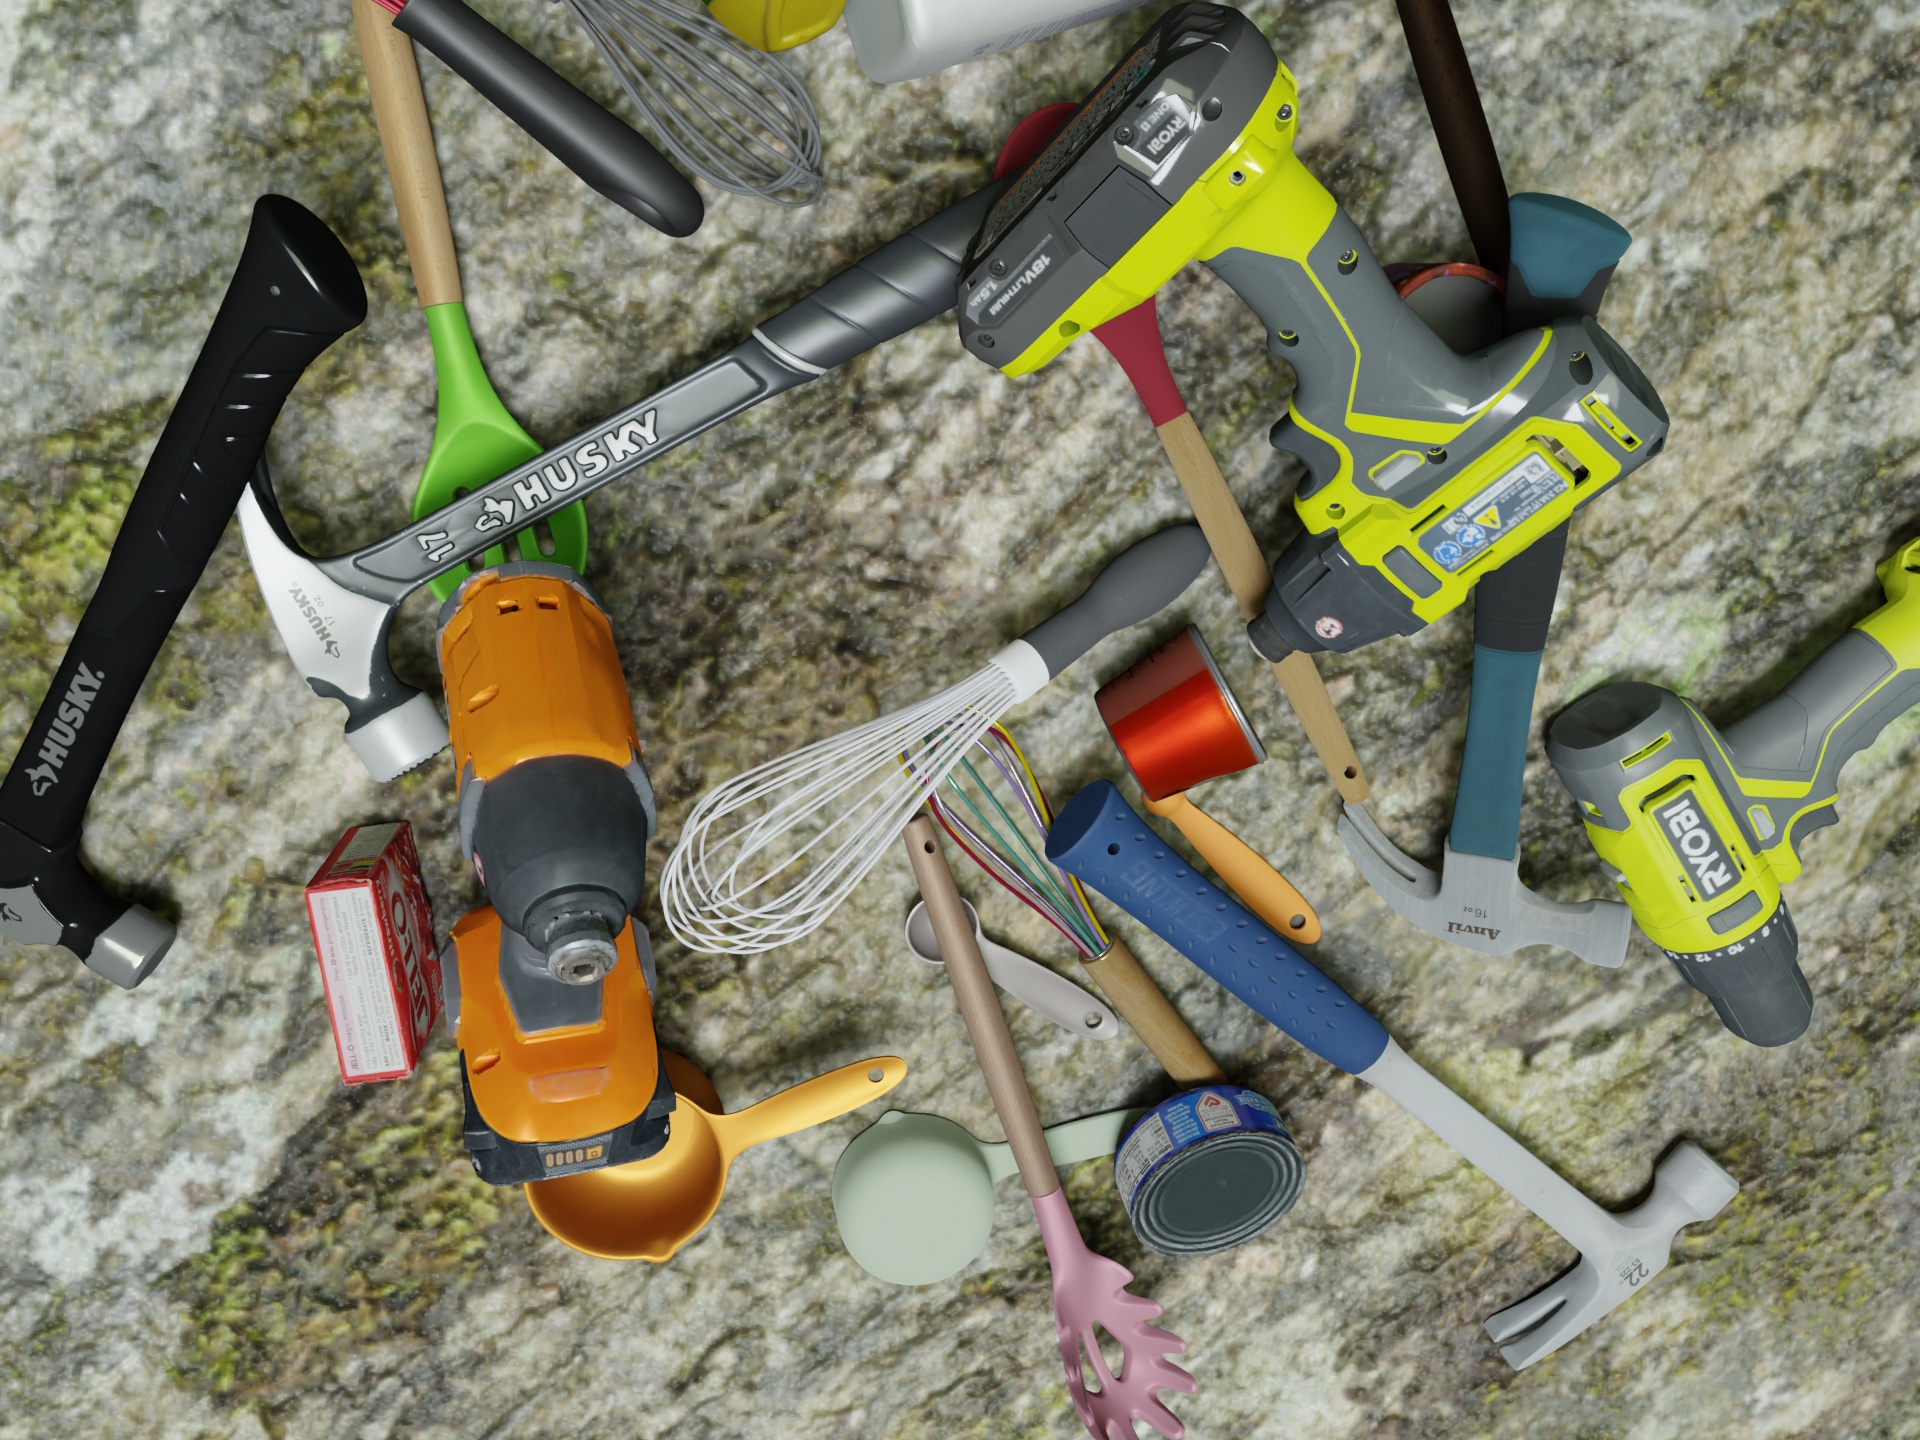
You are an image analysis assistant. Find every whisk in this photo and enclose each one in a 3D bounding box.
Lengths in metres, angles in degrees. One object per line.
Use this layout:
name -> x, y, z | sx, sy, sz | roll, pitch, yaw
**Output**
whisk -> -0.147, -0.273, 0.587 | 0.238, 0.055, 0.055 | 36, 98, -15
whisk -> 0.053, 0.086, 0.716 | 0.047, 0.051, 0.244 | -38, 109, -2
whisk -> -0.001, -0.003, 0.640 | 0.284, 0.070, 0.070 | -37, 107, -20
whisk -> -0.211, -0.268, 0.559 | 0.295, 0.073, 0.073 | 34, 99, -29

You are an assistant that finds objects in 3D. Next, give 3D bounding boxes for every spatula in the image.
spatula -> 0.168, -0.258, 0.585 | 0.082, 0.044, 0.317 | -37, 134, 3

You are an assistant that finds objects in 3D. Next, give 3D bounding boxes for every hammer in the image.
hammer -> 0.193, 0.165, 0.740 | 0.405, 0.035, 0.144 | 38, 98, -20
hammer -> -0.086, -0.137, 0.611 | 0.409, 0.036, 0.149 | -29, 102, 1
hammer -> 0.228, -0.044, 0.652 | 0.128, 0.033, 0.330 | 8, 120, 19
hammer -> -0.310, -0.047, 0.589 | 0.146, 0.035, 0.334 | 35, 115, -9

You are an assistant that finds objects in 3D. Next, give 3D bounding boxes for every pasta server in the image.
pasta server -> 0.034, 0.188, 0.715 | 0.060, 0.040, 0.316 | -25, 103, -28

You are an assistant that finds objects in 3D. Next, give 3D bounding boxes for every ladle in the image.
ladle -> 0.101, -0.103, 0.662 | 0.069, 0.031, 0.315 | -28, 100, -1

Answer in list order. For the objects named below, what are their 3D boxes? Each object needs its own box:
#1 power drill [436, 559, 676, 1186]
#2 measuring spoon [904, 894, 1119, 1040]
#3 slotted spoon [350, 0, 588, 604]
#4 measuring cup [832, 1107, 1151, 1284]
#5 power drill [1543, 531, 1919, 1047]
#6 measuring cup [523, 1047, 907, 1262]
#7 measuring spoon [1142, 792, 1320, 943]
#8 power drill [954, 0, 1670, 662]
power drill -> -0.149, 0.077, 0.586 | 0.084, 0.164, 0.226 | -6, 136, -18
measuring spoon -> 0.025, 0.115, 0.736 | 0.124, 0.018, 0.034 | 34, 96, -21
slotted spoon -> -0.205, -0.188, 0.619 | 0.070, 0.031, 0.313 | -10, 104, -4
measuring cup -> 0.022, 0.216, 0.747 | 0.167, 0.038, 0.083 | -15, 106, -2
power drill -> 0.406, 0.029, 0.727 | 0.228, 0.080, 0.190 | -33, 105, 5
measuring cup -> -0.108, 0.175, 0.714 | 0.173, 0.052, 0.095 | -20, 106, -4
measuring spoon -> 0.128, 0.067, 0.734 | 0.116, 0.011, 0.021 | 42, 96, -15
power drill -> 0.113, -0.123, 0.571 | 0.223, 0.080, 0.171 | 37, 125, -18
